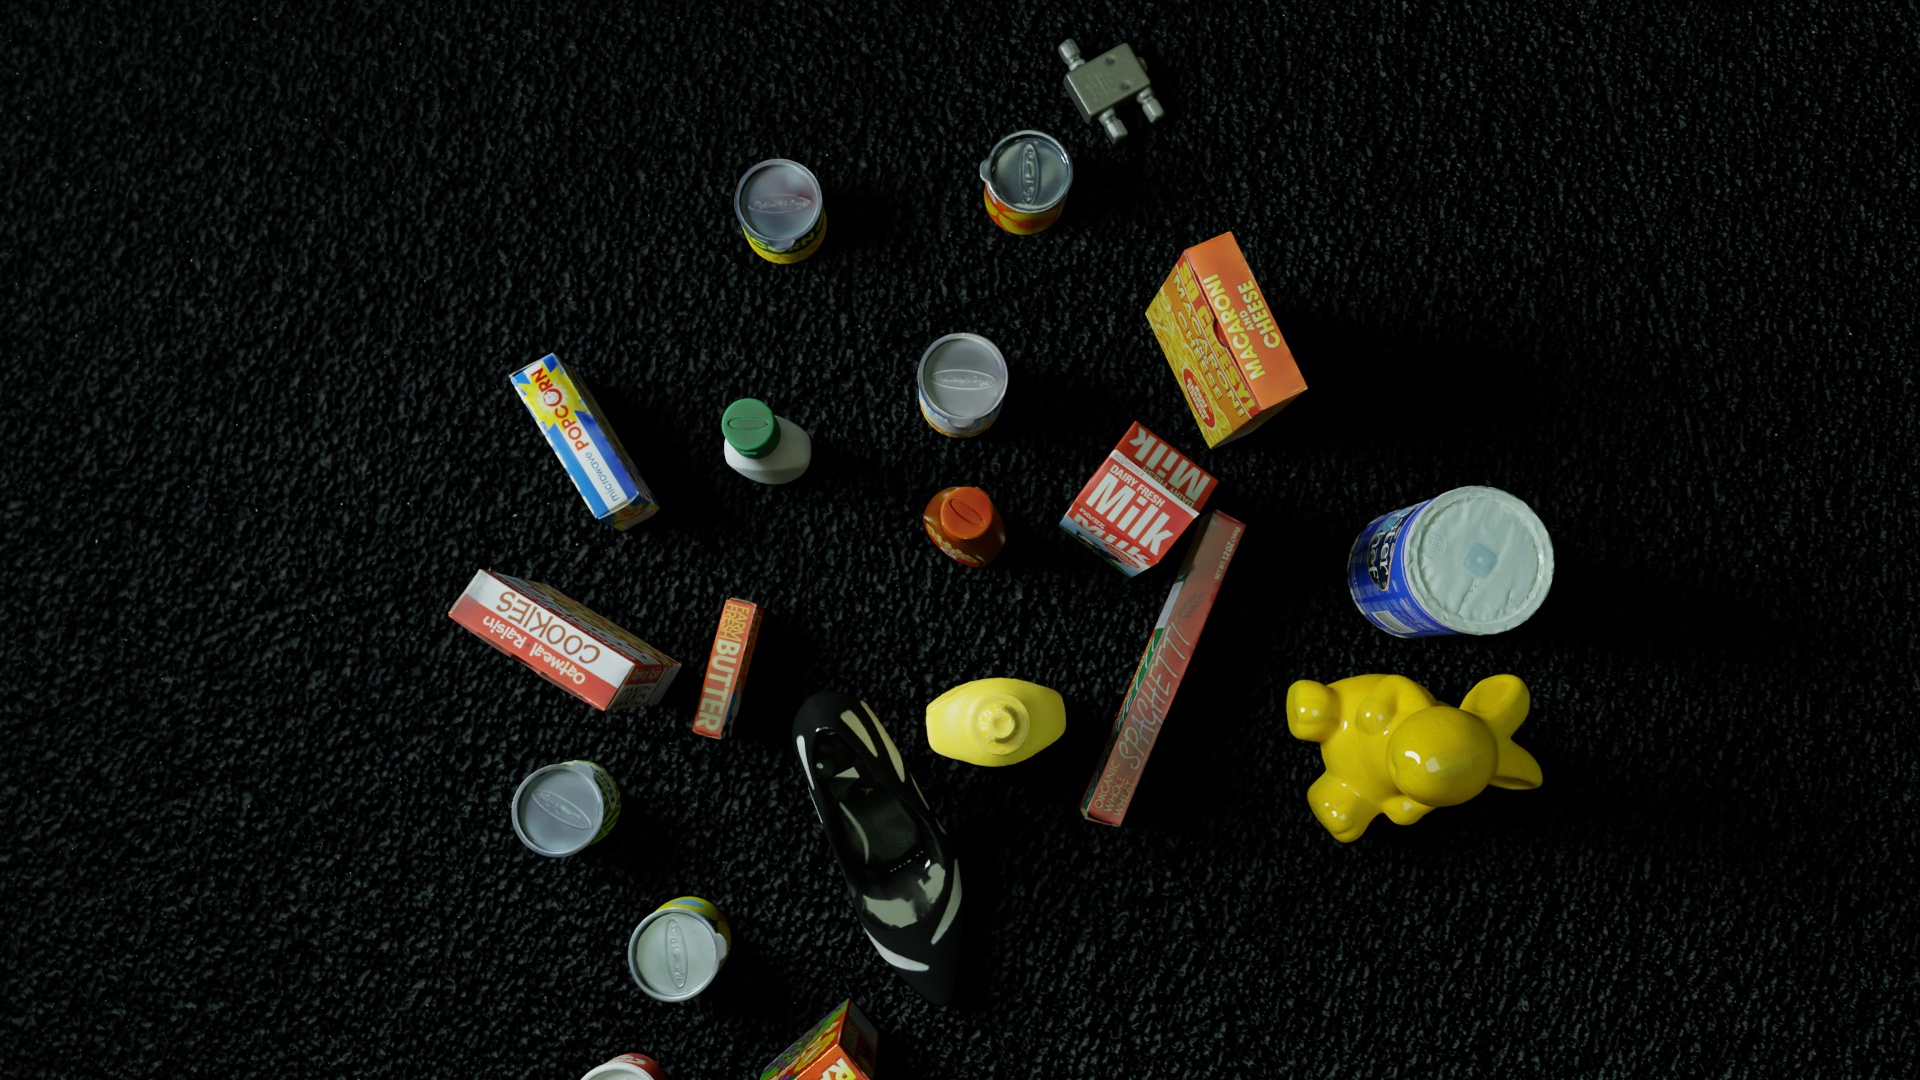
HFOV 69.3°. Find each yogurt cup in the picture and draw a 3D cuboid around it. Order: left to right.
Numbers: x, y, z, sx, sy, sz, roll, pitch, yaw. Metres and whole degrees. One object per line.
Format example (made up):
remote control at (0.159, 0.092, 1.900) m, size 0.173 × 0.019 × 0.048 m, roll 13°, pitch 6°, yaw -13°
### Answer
yogurt cup at (-0.244, 0.407, 1.008) m, size 0.072 × 0.054 × 0.072 m, roll 0°, pitch 84°, yaw -1°

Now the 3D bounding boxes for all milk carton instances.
milk carton at (0.126, -0.028, 0.993) m, size 0.072 × 0.190 × 0.073 m, roll 37°, pitch 85°, yaw 2°

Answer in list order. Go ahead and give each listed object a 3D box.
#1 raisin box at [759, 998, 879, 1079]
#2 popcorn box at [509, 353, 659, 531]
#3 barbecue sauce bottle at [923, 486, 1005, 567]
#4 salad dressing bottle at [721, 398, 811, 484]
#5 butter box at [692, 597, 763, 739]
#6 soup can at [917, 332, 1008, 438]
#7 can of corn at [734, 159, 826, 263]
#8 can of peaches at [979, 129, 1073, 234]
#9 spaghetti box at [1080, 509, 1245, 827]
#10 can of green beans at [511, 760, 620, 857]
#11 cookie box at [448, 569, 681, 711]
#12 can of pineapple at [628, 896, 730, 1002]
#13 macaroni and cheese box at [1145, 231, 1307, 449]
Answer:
raisin box at (-0.103, 0.379, 0.979) m, size 0.086 × 0.123 × 0.040 m, roll -38°, pitch 86°, yaw -4°
popcorn box at (-0.279, -0.071, 1.042) m, size 0.038 × 0.085 × 0.127 m, roll -32°, pitch 86°, yaw -4°
barbecue sauce bottle at (0.004, -0.013, 1.010) m, size 0.065 × 0.148 × 0.044 m, roll 36°, pitch 85°, yaw 2°
salad dressing bottle at (-0.144, -0.072, 1.013) m, size 0.064 × 0.147 × 0.044 m, roll 1°, pitch 85°, yaw -1°
butter box at (-0.174, 0.096, 1.042) m, size 0.024 × 0.053 × 0.103 m, roll 14°, pitch 84°, yaw 0°
soup can at (0.001, -0.113, 1.053) m, size 0.071 × 0.083 × 0.071 m, roll 0°, pitch 84°, yaw -1°
can of corn at (-0.138, -0.251, 1.077) m, size 0.071 × 0.058 × 0.071 m, roll 0°, pitch 84°, yaw -1°
can of peaches at (0.050, -0.278, 1.084) m, size 0.071 × 0.058 × 0.071 m, roll 0°, pitch 84°, yaw -1°
spaghetti box at (0.152, 0.097, 1.051) m, size 0.029 × 0.050 × 0.250 m, roll 24°, pitch 84°, yaw 1°
can of green beans at (-0.290, 0.197, 1.027) m, size 0.071 × 0.058 × 0.071 m, roll 0°, pitch 84°, yaw -1°
cookie box at (-0.275, 0.073, 0.985) m, size 0.123 × 0.167 × 0.040 m, roll 31°, pitch 85°, yaw 2°
can of pineapple at (-0.203, 0.299, 1.018) m, size 0.071 × 0.058 × 0.071 m, roll 0°, pitch 84°, yaw -1°
macaroni and cheese box at (0.190, -0.140, 1.018) m, size 0.040 × 0.166 × 0.124 m, roll -25°, pitch 85°, yaw -3°
